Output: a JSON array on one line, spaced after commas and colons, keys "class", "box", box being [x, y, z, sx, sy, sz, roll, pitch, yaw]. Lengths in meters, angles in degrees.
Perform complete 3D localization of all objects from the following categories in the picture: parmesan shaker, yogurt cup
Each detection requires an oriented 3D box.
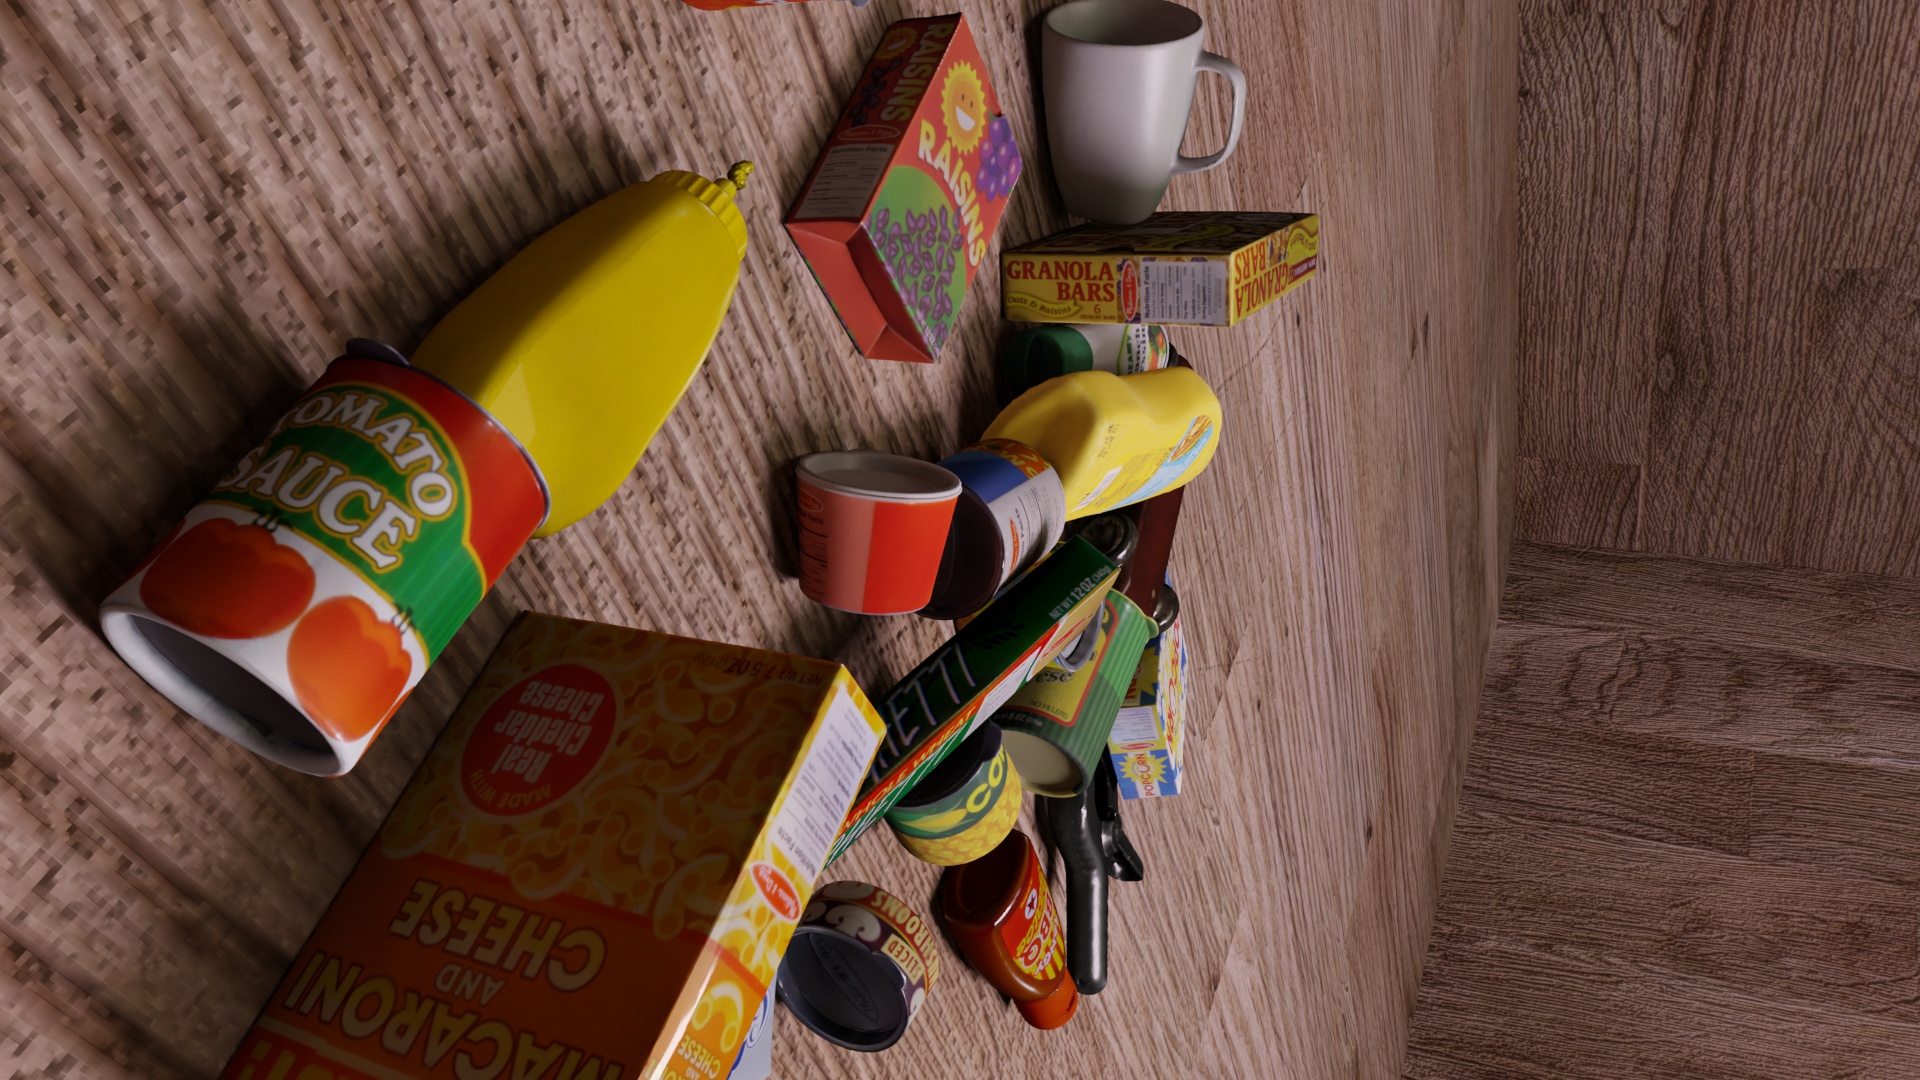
[{"class": "parmesan shaker", "box": [0.060, 0.081, 0.763, 0.103, 0.071, 0.071, -63, 146, -35]}, {"class": "yogurt cup", "box": [-0.036, -0.003, 0.569, 0.072, 0.072, 0.053, -20, 122, -60]}]

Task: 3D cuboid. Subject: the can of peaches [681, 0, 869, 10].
[{"class": "can of peaches", "box": [-0.066, -0.213, 0.469, 0.071, 0.058, 0.071, -23, 116, -60]}]

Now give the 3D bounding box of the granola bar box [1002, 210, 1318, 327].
[{"class": "granola bar box", "box": [0.114, -0.152, 0.760, 0.166, 0.124, 0.039, -34, 125, -56]}]

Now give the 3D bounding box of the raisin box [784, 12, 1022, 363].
[{"class": "raisin box", "box": [-0.020, -0.150, 0.595, 0.085, 0.040, 0.124, 59, 45, -49]}]

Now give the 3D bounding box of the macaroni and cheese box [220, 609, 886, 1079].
[{"class": "macaroni and cheese box", "box": [-0.109, 0.104, 0.383, 0.167, 0.124, 0.040, -65, 147, -31]}]

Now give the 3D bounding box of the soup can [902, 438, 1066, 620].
[{"class": "soup can", "box": [0.002, -0.008, 0.639, 0.084, 0.071, 0.071, -33, 125, -62]}]

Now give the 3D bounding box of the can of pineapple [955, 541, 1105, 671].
[{"class": "can of pineapple", "box": [0.036, 0.031, 0.721, 0.071, 0.058, 0.071, -22, 115, -60]}]

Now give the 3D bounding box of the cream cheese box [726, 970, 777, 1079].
[{"class": "cream cheese box", "box": [-0.107, 0.189, 0.515, 0.104, 0.024, 0.053, -4, 100, -63]}]

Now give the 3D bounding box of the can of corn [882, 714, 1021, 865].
[{"class": "can of corn", "box": [-0.007, 0.108, 0.640, 0.071, 0.071, 0.058, -65, 149, -32]}]

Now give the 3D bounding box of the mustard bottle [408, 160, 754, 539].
[{"class": "mustard bottle", "box": [-0.106, -0.072, 0.433, 0.161, 0.049, 0.065, -61, 145, -38]}]

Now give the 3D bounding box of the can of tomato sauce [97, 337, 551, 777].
[{"class": "can of tomato sauce", "box": [-0.152, 0.004, 0.339, 0.083, 0.071, 0.071, -62, 146, -34]}]

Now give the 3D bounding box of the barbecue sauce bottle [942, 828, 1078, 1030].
[{"class": "barbecue sauce bottle", "box": [0.032, 0.223, 0.772, 0.065, 0.043, 0.147, -63, 147, -36]}]

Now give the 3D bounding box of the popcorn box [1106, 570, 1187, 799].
[{"class": "popcorn box", "box": [0.117, 0.087, 0.879, 0.127, 0.038, 0.084, -76, 155, -48]}]

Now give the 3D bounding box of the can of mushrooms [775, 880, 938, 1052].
[{"class": "can of mushrooms", "box": [-0.043, 0.179, 0.587, 0.034, 0.071, 0.070, -44, 133, -54]}]

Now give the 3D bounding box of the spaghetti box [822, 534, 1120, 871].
[{"class": "spaghetti box", "box": [-0.021, 0.080, 0.570, 0.251, 0.029, 0.049, -38, 161, -37]}]

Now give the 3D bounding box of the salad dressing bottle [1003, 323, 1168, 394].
[{"class": "salad dressing bottle", "box": [0.072, -0.103, 0.777, 0.148, 0.044, 0.064, -20, 118, -60]}]
